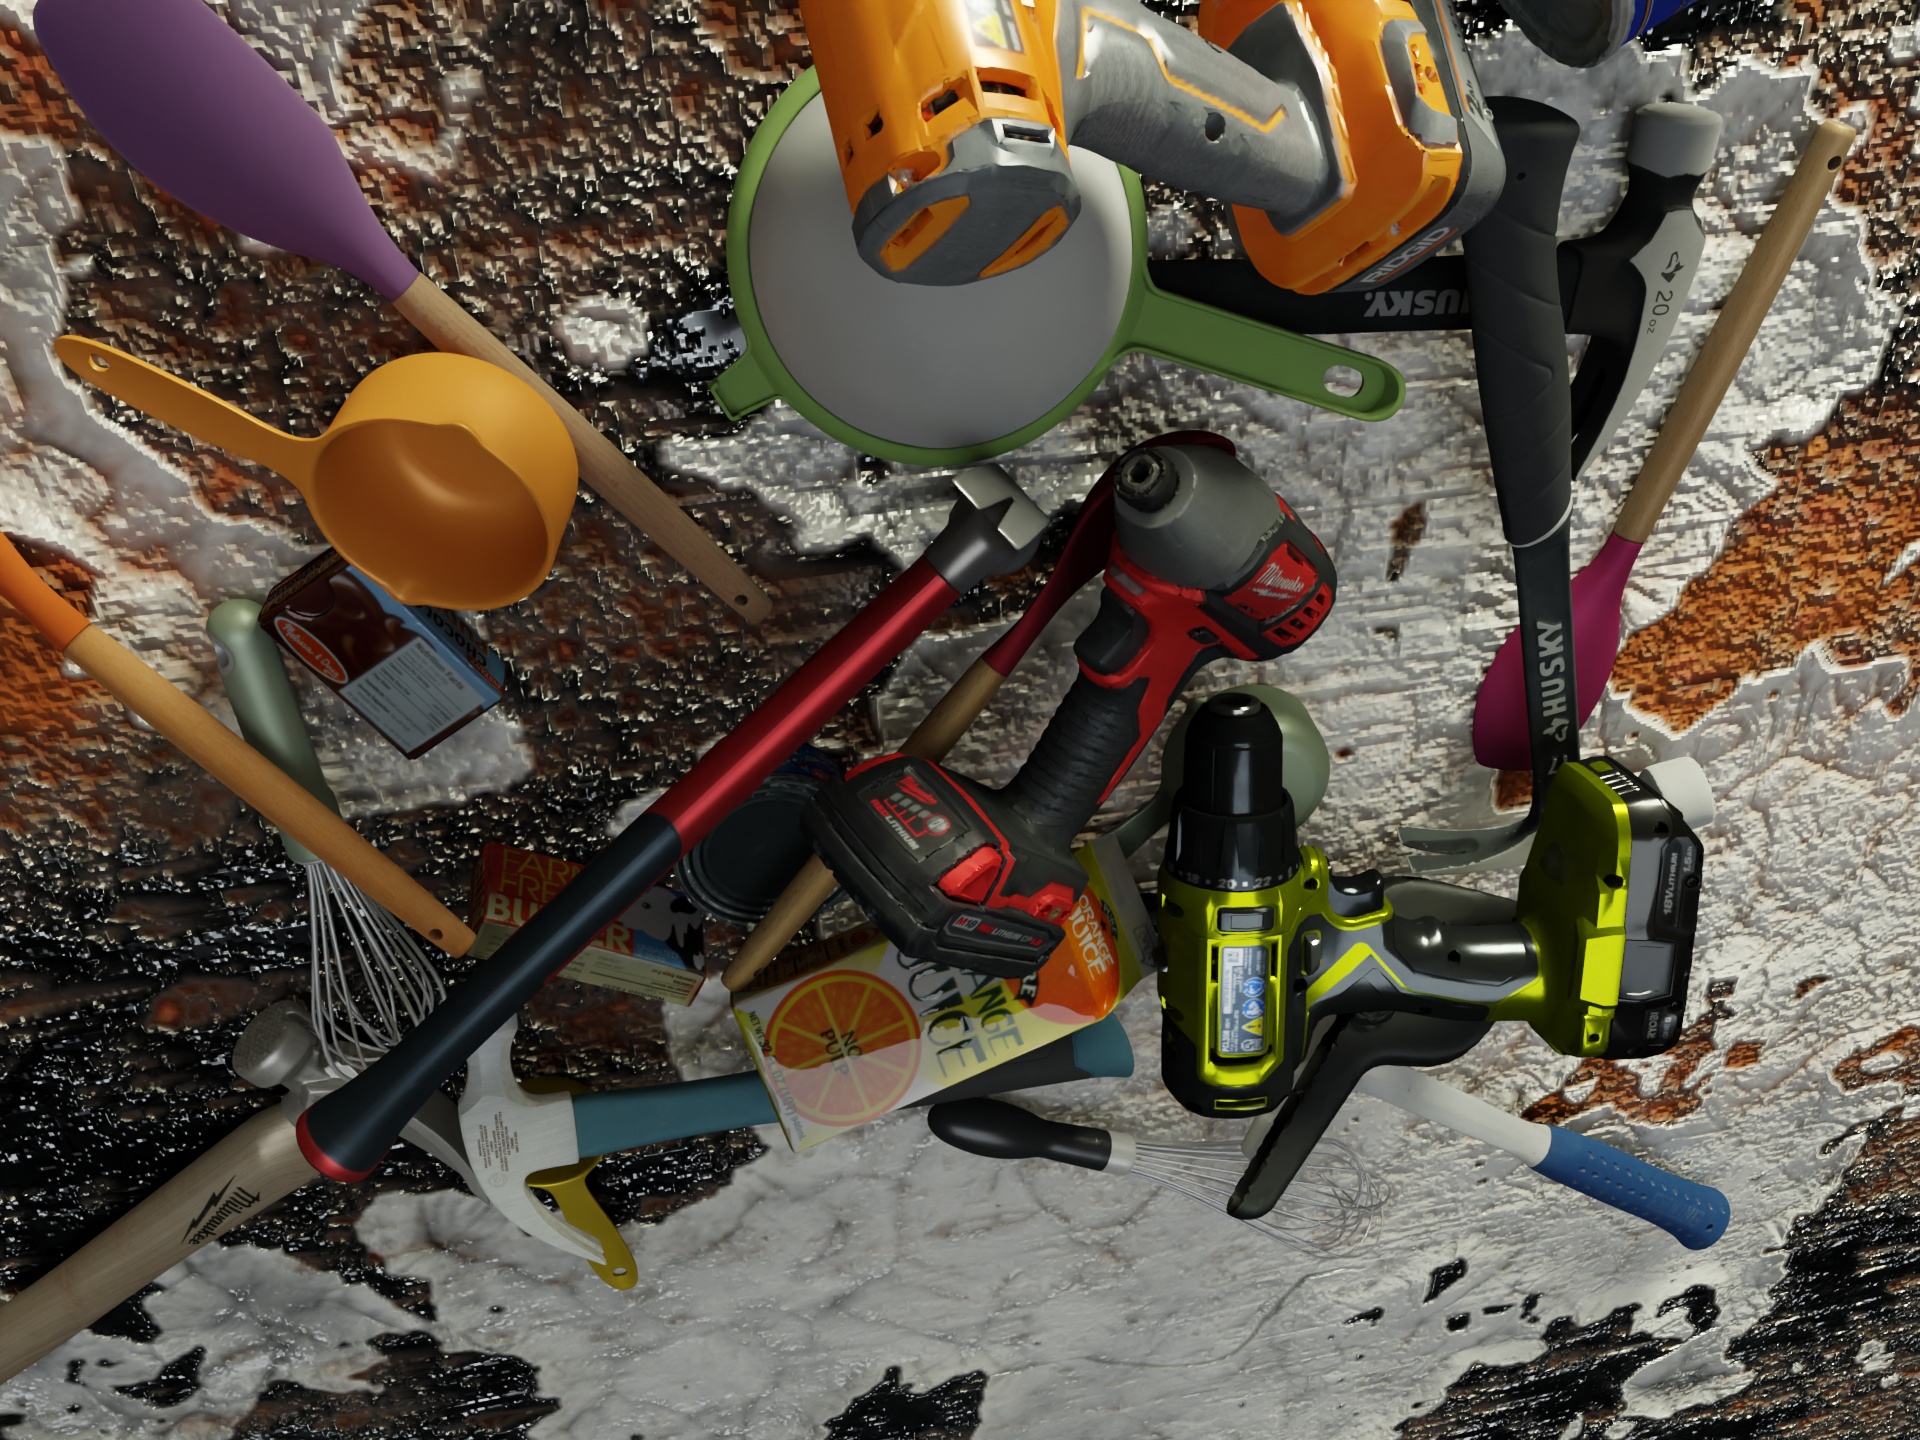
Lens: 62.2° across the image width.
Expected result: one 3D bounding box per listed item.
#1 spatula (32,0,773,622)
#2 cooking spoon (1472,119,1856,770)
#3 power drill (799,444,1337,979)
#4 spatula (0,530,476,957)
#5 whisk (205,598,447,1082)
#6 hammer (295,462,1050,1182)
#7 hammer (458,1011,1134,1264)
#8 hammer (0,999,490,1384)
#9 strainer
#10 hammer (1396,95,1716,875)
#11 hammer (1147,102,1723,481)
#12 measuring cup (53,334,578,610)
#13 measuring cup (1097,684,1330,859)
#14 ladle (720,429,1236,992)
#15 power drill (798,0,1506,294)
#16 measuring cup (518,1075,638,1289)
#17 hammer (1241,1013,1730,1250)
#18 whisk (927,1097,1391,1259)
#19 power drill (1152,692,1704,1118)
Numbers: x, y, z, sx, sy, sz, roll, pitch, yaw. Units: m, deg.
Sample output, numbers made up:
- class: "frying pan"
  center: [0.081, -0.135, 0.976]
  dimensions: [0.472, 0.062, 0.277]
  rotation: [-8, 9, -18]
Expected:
- class: "spatula"
  center: [-0.180, -0.135, 0.571]
  dimensions: [0.060, 0.018, 0.315]
  rotation: [-36, 123, 18]
- class: "cooking spoon"
  center: [0.310, -0.105, 0.711]
  dimensions: [0.068, 0.017, 0.318]
  rotation: [5, 123, -17]
- class: "power drill"
  center: [0.046, -0.008, 0.620]
  dimensions: [0.219, 0.079, 0.143]
  rotation: [-50, 148, 9]
- class: "spatula"
  center: [-0.310, -0.010, 0.587]
  dimensions: [0.081, 0.041, 0.322]
  rotation: [-41, 109, 14]
- class: "whisk"
  center: [-0.266, 0.059, 0.668]
  dimensions: [0.059, 0.058, 0.246]
  rotation: [-31, 130, -35]
- class: "hammer"
  center: [-0.117, 0.046, 0.605]
  dimensions: [0.386, 0.143, 0.038]
  rotation: [-43, 92, 6]
- class: "hammer"
  center: [-0.072, 0.178, 0.777]
  dimensions: [0.331, 0.033, 0.128]
  rotation: [-5, 90, -17]
- class: "hammer"
  center: [-0.427, 0.286, 0.782]
  dimensions: [0.410, 0.038, 0.146]
  rotation: [-34, 126, 10]
- class: "strainer"
  center: [0.047, -0.142, 0.548]
  dimensions: [0.256, 0.069, 0.151]
  rotation: [14, 108, -13]
- class: "hammer"
  center: [0.239, -0.070, 0.669]
  dimensions: [0.149, 0.036, 0.408]
  rotation: [-17, 133, 9]
- class: "hammer"
  center: [0.126, -0.159, 0.620]
  dimensions: [0.334, 0.035, 0.146]
  rotation: [-5, 123, -10]
- class: "measuring cup"
  center: [-0.219, -0.105, 0.559]
  dimensions: [0.173, 0.052, 0.095]
  rotation: [25, 136, -14]
- class: "measuring cup"
  center: [0.101, 0.052, 0.751]
  dimensions: [0.167, 0.038, 0.083]
  rotation: [-39, 123, 10]
- class: "ladle"
  center: [-0.001, -0.002, 0.668]
  dimensions: [0.315, 0.031, 0.069]
  rotation: [-50, 155, 10]
- class: "power drill"
  center: [0.052, -0.212, 0.482]
  dimensions: [0.226, 0.164, 0.084]
  rotation: [-7, 168, -35]
- class: "measuring cup"
  center: [-0.195, 0.238, 0.813]
  dimensions: [0.062, 0.029, 0.156]
  rotation: [-16, 128, -3]
- class: "hammer"
  center: [0.331, 0.238, 0.919]
  dimensions: [0.405, 0.035, 0.144]
  rotation: [27, 90, -32]
- class: "whisk"
  center: [0.114, 0.244, 0.879]
  dimensions: [0.284, 0.070, 0.070]
  rotation: [16, 118, -17]
- class: "power drill"
  center: [0.200, 0.078, 0.711]
  dimensions: [0.228, 0.080, 0.190]
  rotation: [-3, 109, -3]
